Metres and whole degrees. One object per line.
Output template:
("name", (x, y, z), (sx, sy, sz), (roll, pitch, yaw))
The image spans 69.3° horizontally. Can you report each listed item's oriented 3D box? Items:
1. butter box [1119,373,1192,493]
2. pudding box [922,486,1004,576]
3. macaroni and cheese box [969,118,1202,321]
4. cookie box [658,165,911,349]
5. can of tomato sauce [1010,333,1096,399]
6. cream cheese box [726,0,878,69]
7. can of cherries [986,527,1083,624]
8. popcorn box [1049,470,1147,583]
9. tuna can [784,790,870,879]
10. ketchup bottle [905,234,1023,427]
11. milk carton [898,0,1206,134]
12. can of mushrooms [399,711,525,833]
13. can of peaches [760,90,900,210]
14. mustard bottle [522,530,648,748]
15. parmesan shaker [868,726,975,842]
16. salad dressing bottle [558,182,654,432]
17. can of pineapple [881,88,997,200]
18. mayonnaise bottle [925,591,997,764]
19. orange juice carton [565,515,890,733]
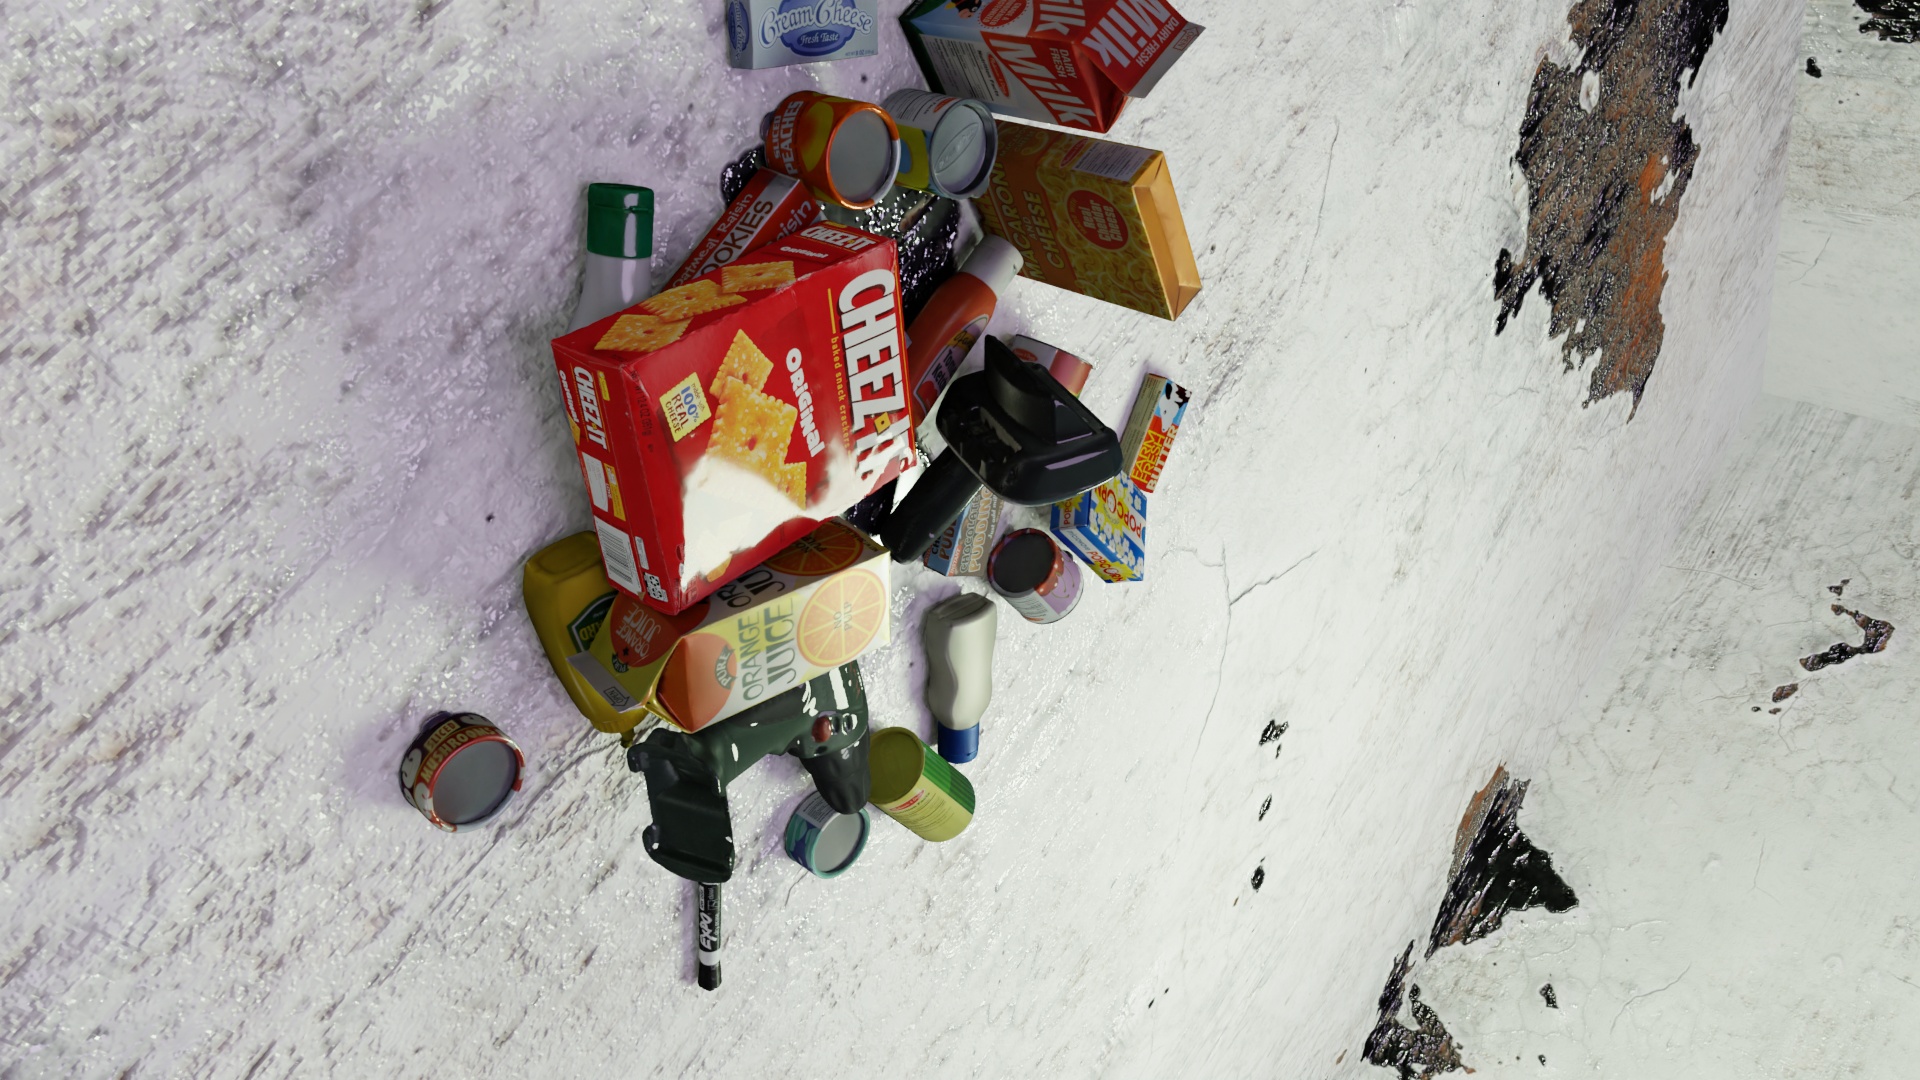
("butter box", (0.176, -0.099, 1.286), (0.053, 0.024, 0.103), (16, 96, -52))
("pudding box", (0.004, -0.014, 1.119), (0.050, 0.030, 0.083), (4, 105, -50))
("macaroni and cheese box", (0.081, -0.230, 0.985), (0.040, 0.166, 0.123), (-50, 140, -19))
("cookie box", (-0.113, -0.138, 0.905), (0.123, 0.040, 0.167), (-55, 142, -14))
("can of tomato sauce", (0.061, -0.113, 1.105), (0.071, 0.071, 0.083), (18, 95, -53))
("cream cheese box", (-0.095, -0.319, 0.844), (0.104, 0.024, 0.053), (-25, 126, -41))
("can of cherries", (0.064, 0.028, 1.187), (0.071, 0.071, 0.058), (-59, 141, -10))
("popcorn box", (0.123, -0.024, 1.223), (0.126, 0.038, 0.085), (40, 49, -51))
("tuna can", (-0.107, 0.238, 1.118), (0.071, 0.033, 0.070), (-26, 127, -40))
("ketchup bottle", (-0.009, -0.156, 1.015), (0.149, 0.043, 0.064), (-56, 163, -13))
("milk carton", (0.060, -0.319, 0.893), (0.072, 0.191, 0.073), (-52, 141, -17))
("can of mushrooms", (-0.299, 0.138, 0.834), (0.071, 0.033, 0.070), (-27, 128, -39))
("can of peaches", (-0.081, -0.245, 0.872), (0.071, 0.058, 0.071), (-27, 129, -40))
("mustard bottle", (-0.225, 0.072, 0.874), (0.065, 0.049, 0.159), (-33, 132, -31))
("parmesan shaker", (-0.040, 0.206, 1.157), (0.071, 0.071, 0.102), (-56, 142, -12))
("salad dressing bottle", (-0.199, -0.130, 0.804), (0.064, 0.044, 0.147), (-12, 117, -45))
("can of pineapple", (-0.018, -0.266, 0.937), (0.071, 0.058, 0.070), (-27, 128, -40))
("mayonnaise bottle", (-0.001, 0.120, 1.177), (0.065, 0.041, 0.147), (-23, 127, -40))
("orange juice carton", (-0.139, 0.053, 0.853), (0.193, 0.072, 0.072), (-23, 128, -34))
